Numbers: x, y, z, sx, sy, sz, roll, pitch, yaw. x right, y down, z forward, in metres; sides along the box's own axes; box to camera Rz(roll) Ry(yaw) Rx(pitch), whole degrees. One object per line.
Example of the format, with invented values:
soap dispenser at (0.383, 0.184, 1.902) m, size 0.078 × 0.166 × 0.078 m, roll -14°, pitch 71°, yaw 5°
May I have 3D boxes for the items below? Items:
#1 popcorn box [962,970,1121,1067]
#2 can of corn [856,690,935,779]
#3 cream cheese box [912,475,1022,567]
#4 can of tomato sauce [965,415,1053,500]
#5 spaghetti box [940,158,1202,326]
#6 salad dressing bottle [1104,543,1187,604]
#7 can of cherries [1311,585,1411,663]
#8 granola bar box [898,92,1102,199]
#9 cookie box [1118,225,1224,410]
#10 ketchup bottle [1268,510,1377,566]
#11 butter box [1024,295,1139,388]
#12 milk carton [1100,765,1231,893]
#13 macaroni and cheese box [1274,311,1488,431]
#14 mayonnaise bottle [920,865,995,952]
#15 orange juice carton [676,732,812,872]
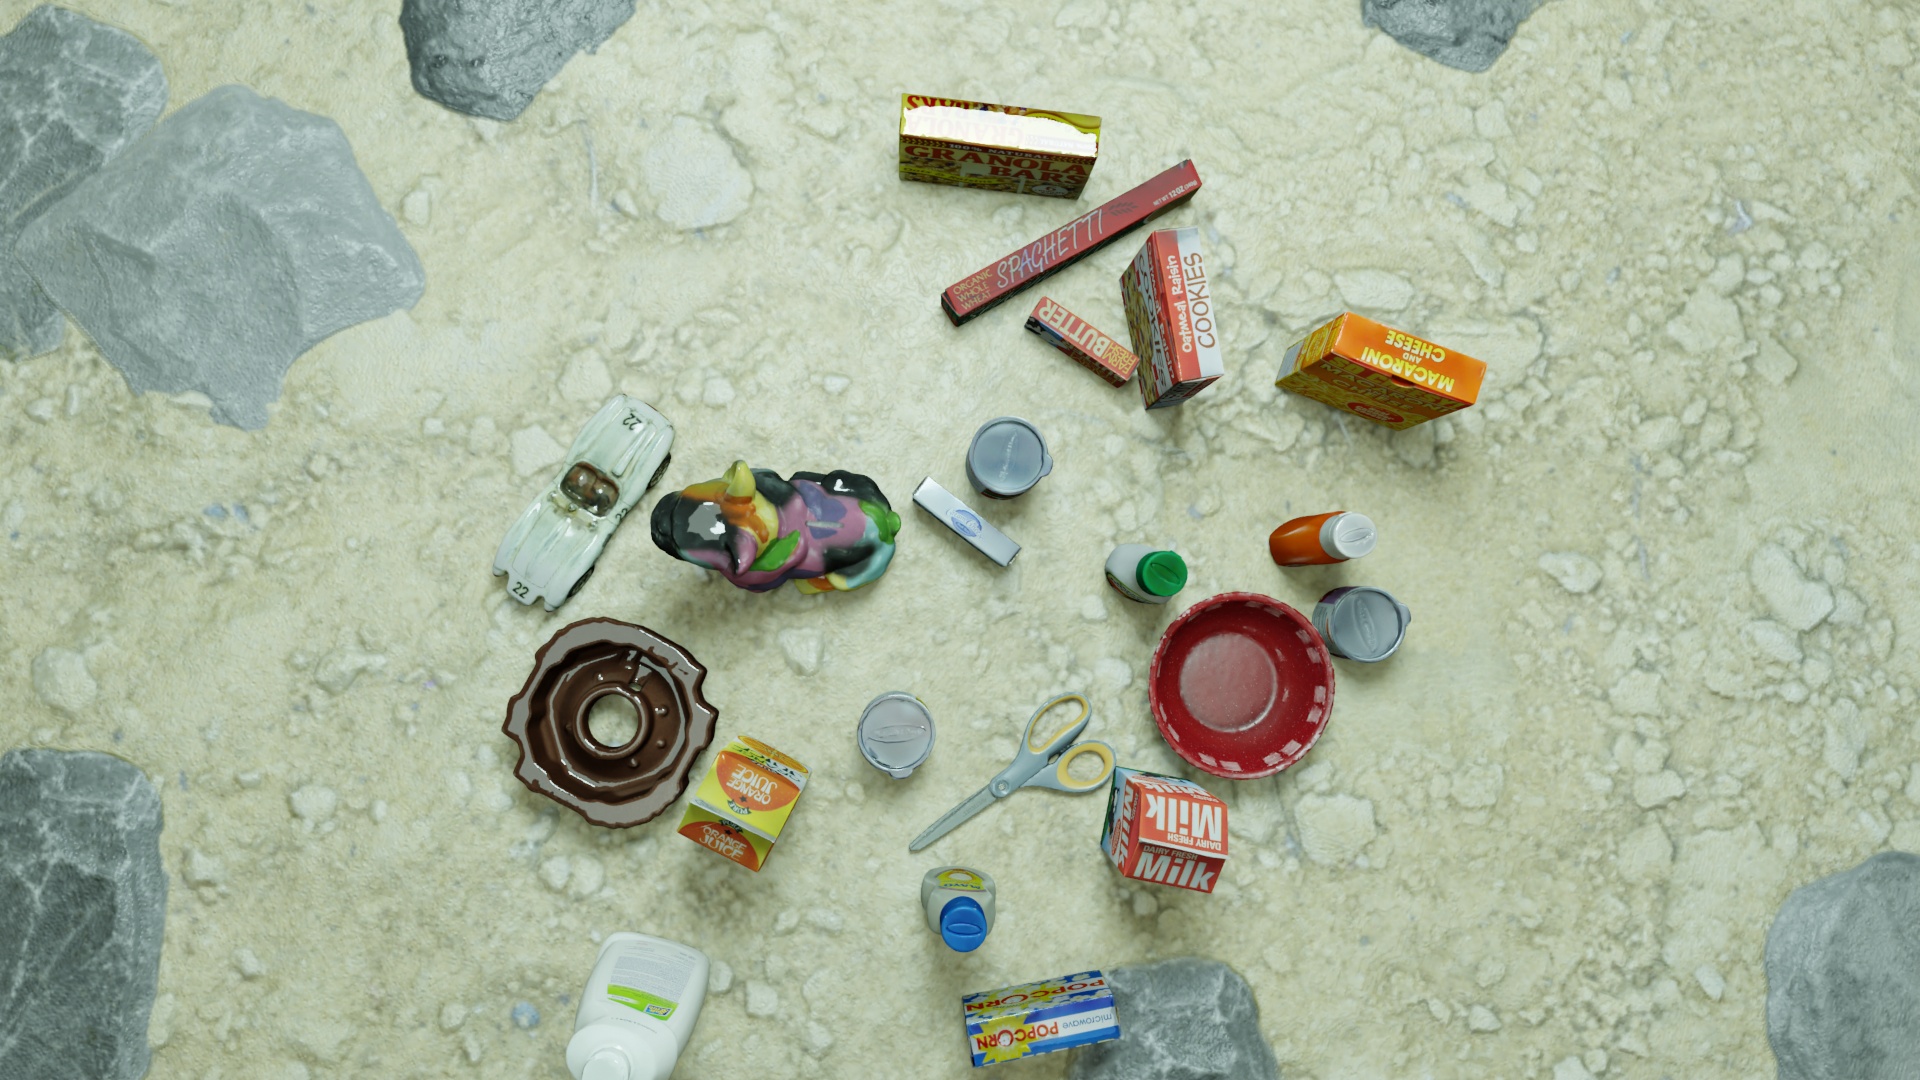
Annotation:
popcorn box at (0.067, 0.403, 1.175) m, size 0.127 × 0.085 × 0.038 m, roll -10°, pitch 88°, yaw -3°
can of corn at (-0.055, 0.166, 1.194) m, size 0.071 × 0.058 × 0.071 m, roll 0°, pitch 87°, yaw -3°
cream cheese box at (0.004, -0.015, 1.208) m, size 0.104 × 0.053 × 0.024 m, roll 37°, pitch 87°, yaw 0°
can of tomato sauce at (0.040, -0.070, 1.198) m, size 0.071 × 0.083 × 0.071 m, roll 0°, pitch 88°, yaw -3°
spaghetti box at (0.096, -0.262, 1.227) m, size 0.250 × 0.050 × 0.028 m, roll -29°, pitch 89°, yaw -4°
salad dressing bottle at (0.158, 0.028, 1.166) m, size 0.064 × 0.147 × 0.044 m, roll 34°, pitch 87°, yaw -1°
can of cherries at (0.351, 0.073, 1.218) m, size 0.071 × 0.058 × 0.071 m, roll 0°, pitch 87°, yaw -3°
granola bar box at (0.030, -0.335, 1.190) m, size 0.166 × 0.124 × 0.039 m, roll 6°, pitch 88°, yaw -2°
cookie box at (0.174, -0.182, 1.168) m, size 0.040 × 0.167 × 0.123 m, roll -10°, pitch 88°, yaw -3°
ketchup bottle at (0.310, -0.002, 1.174) m, size 0.065 × 0.149 × 0.043 m, roll -17°, pitch 89°, yaw -3°
butter box at (0.107, -0.174, 1.221) m, size 0.103 × 0.053 × 0.024 m, roll 33°, pitch 87°, yaw -1°
milk carton at (0.166, 0.236, 1.135) m, size 0.072 × 0.190 × 0.073 m, roll 11°, pitch 87°, yaw -2°
macaroni and cheese box at (0.350, -0.139, 1.174) m, size 0.124 × 0.166 × 0.040 m, roll 20°, pitch 87°, yaw -2°
mayonnaise bottle at (0.000, 0.303, 1.145) m, size 0.065 × 0.148 × 0.041 m, roll 5°, pitch 88°, yaw -2°
orange juice carton at (-0.173, 0.211, 1.119) m, size 0.072 × 0.192 × 0.073 m, roll 28°, pitch 87°, yaw -1°
